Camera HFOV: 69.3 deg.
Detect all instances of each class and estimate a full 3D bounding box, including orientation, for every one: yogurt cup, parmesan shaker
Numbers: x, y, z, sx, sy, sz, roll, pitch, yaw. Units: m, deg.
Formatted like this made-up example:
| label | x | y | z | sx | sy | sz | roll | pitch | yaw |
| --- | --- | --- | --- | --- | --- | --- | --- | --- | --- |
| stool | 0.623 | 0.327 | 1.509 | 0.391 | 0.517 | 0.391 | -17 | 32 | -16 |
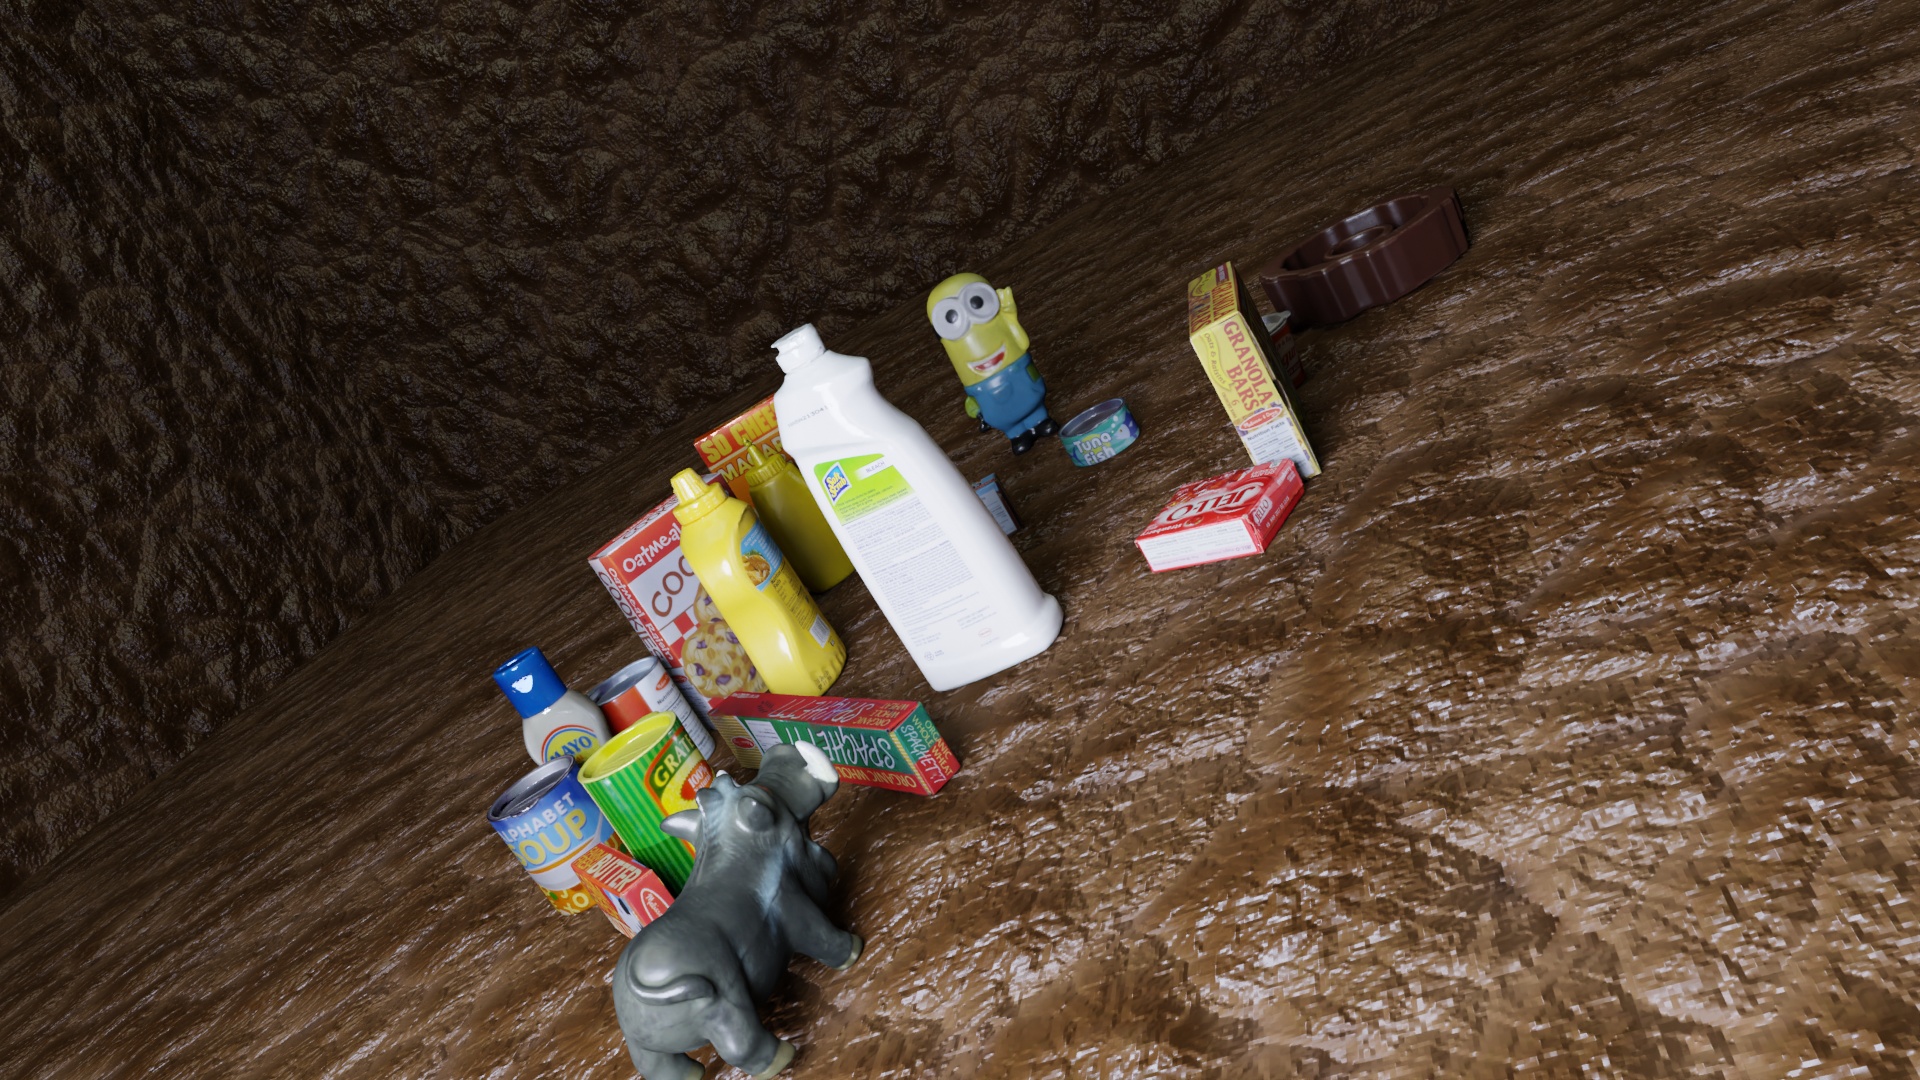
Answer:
| label | x | y | z | sx | sy | sz | roll | pitch | yaw |
| --- | --- | --- | --- | --- | --- | --- | --- | --- | --- |
| yogurt cup | 0.239 | -0.142 | 1.110 | 0.072 | 0.054 | 0.072 | -28 | 16 | 9 |
| parmesan shaker | -0.169 | 0.160 | 0.825 | 0.071 | 0.103 | 0.071 | -28 | 15 | 9 |

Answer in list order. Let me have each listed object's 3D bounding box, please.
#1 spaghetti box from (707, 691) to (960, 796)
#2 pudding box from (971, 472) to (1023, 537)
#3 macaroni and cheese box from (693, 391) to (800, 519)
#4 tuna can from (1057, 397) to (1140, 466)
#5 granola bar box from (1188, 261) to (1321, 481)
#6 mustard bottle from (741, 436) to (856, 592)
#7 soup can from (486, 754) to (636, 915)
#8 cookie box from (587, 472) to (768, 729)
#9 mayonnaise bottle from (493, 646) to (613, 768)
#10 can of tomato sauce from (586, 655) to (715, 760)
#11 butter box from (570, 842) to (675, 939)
| label | x | y | z | sx | sy | sz | roll | pitch | yaw |
| --- | --- | --- | --- | --- | --- | --- | --- | --- | --- |
| spaghetti box | -0.088 | 0.126 | 0.883 | 0.029 | 0.050 | 0.249 | -40 | 18 | -30 |
| pudding box | 0.004 | -0.014 | 1.150 | 0.083 | 0.049 | 0.030 | -29 | 15 | 7 |
| macaroni and cheese box | -0.170 | -0.060 | 1.390 | 0.124 | 0.166 | 0.040 | -31 | 15 | 1 |
| tuna can | 0.121 | -0.093 | 1.213 | 0.071 | 0.032 | 0.071 | -28 | 16 | 9 |
| granola bar box | 0.203 | -0.118 | 0.970 | 0.039 | 0.124 | 0.166 | -26 | 16 | 18 |
| mustard bottle | -0.156 | -0.030 | 1.283 | 0.065 | 0.160 | 0.049 | -37 | 16 | -21 |
| soup can | -0.262 | 0.196 | 0.919 | 0.071 | 0.083 | 0.071 | -28 | 16 | 9 |
| cookie box | -0.201 | 0.048 | 1.112 | 0.040 | 0.167 | 0.123 | -12 | 24 | 50 |
| mayonnaise bottle | -0.273 | 0.144 | 0.980 | 0.065 | 0.147 | 0.041 | -32 | 15 | -4 |
| can of tomato sauce | -0.236 | 0.140 | 1.047 | 0.071 | 0.083 | 0.071 | -28 | 16 | 9 |
| butter box | -0.190 | 0.209 | 0.806 | 0.024 | 0.053 | 0.103 | -38 | 17 | -26 |
